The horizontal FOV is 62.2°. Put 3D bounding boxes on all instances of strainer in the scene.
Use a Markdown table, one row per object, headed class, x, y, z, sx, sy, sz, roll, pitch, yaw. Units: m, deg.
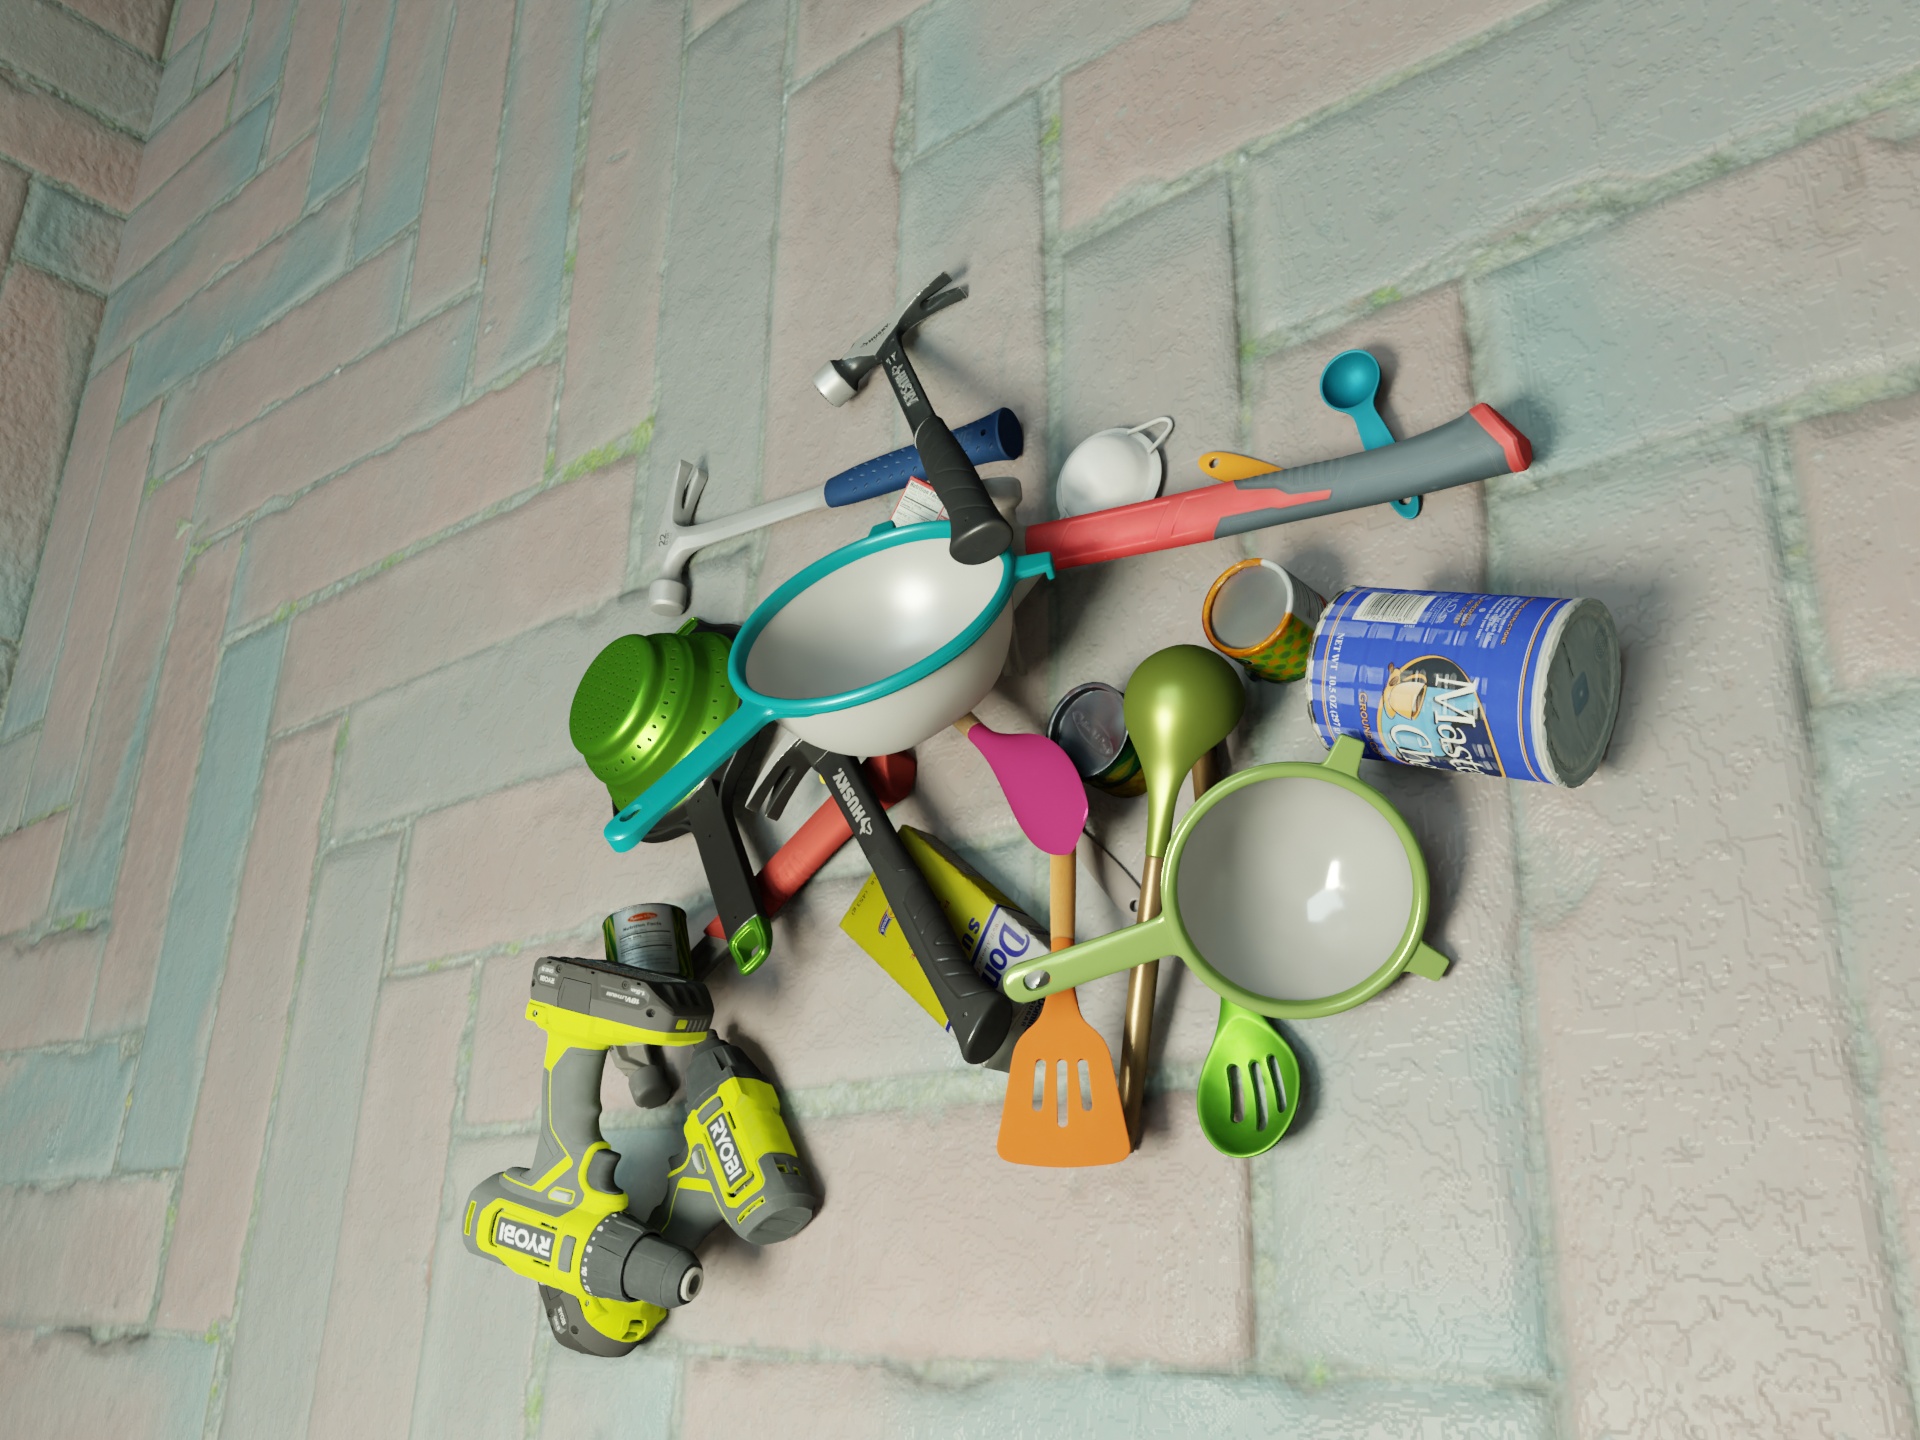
| class | x | y | z | sx | sy | sz | roll | pitch | yaw |
| --- | --- | --- | --- | --- | --- | --- | --- | --- | --- |
| strainer | 0.062 | -0.125 | 1.171 | 0.258 | 0.050 | 0.087 | -52 | 52 | 17 |
| strainer | -0.089 | -0.003 | 1.073 | 0.340 | 0.095 | 0.211 | -43 | 36 | -24 |
| strainer | 0.148 | 0.112 | 0.946 | 0.256 | 0.069 | 0.151 | -21 | 94 | 15 |

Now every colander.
| class | x | y | z | sx | sy | sz | roll | pitch | yaw |
| --- | --- | --- | --- | --- | --- | --- | --- | --- | --- |
| colander | -0.236 | 0.044 | 1.284 | 0.204 | 0.094 | 0.398 | -46 | 42 | 16 |

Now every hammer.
| class | x | y | z | sx | sy | sz | roll | pitch | yaw |
| --- | --- | --- | --- | --- | --- | --- | --- | --- | --- |
| hammer | -0.119 | -0.197 | 1.355 | 0.405 | 0.035 | 0.144 | -12 | 66 | 37 |
| hammer | -0.168 | 0.141 | 1.263 | 0.359 | 0.036 | 0.149 | -46 | 49 | 18 |
| hammer | -0.022 | -0.227 | 1.203 | 0.149 | 0.036 | 0.409 | -40 | 34 | 12 |
| hammer | 0.178 | -0.124 | 1.049 | 0.386 | 0.038 | 0.143 | -8 | 88 | 33 |
| hammer | -0.051 | 0.105 | 1.114 | 0.146 | 0.035 | 0.335 | -46 | 46 | 14 |

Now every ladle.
| class | x | y | z | sx | sy | sz | roll | pitch | yaw |
| --- | --- | --- | --- | --- | --- | --- | --- | --- | --- |
| ladle | 0.125 | 0.111 | 1.001 | 0.078 | 0.062 | 0.320 | 7 | 92 | 29 |

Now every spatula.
| class | x | y | z | sx | sy | sz | roll | pitch | yaw |
| --- | --- | --- | --- | --- | --- | --- | --- | --- | --- |
| spatula | 0.067 | 0.128 | 1.036 | 0.081 | 0.041 | 0.323 | -2 | 53 | 8 |

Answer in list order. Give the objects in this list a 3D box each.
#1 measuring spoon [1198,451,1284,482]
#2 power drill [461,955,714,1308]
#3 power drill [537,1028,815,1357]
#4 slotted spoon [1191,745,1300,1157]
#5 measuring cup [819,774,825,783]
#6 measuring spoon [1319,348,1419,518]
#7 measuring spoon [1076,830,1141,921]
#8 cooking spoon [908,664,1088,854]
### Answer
| class | x | y | z | sx | sy | sz | roll | pitch | yaw |
| --- | --- | --- | --- | --- | --- | --- | --- | --- | --- |
| measuring spoon | 0.205 | -0.167 | 1.081 | 0.117 | 0.011 | 0.021 | 25 | 90 | 43 |
| power drill | -0.251 | 0.295 | 1.137 | 0.191 | 0.080 | 0.228 | 8 | 84 | 27 |
| power drill | -0.221 | 0.356 | 1.200 | 0.223 | 0.080 | 0.171 | -43 | 51 | 15 |
| slotted spoon | 0.166 | 0.115 | 0.994 | 0.070 | 0.031 | 0.314 | -22 | 58 | 33 |
| measuring cup | -0.071 | -0.020 | 1.251 | 0.062 | 0.029 | 0.156 | 24 | 92 | 44 |
| measuring spoon | 0.272 | -0.183 | 1.032 | 0.042 | 0.021 | 0.129 | -30 | 65 | 29 |
| measuring spoon | 0.089 | 0.093 | 1.073 | 0.034 | 0.018 | 0.124 | -52 | 49 | 12 |
| cooking spoon | -0.002 | -0.004 | 1.132 | 0.319 | 0.017 | 0.068 | 44 | 123 | 48 |
